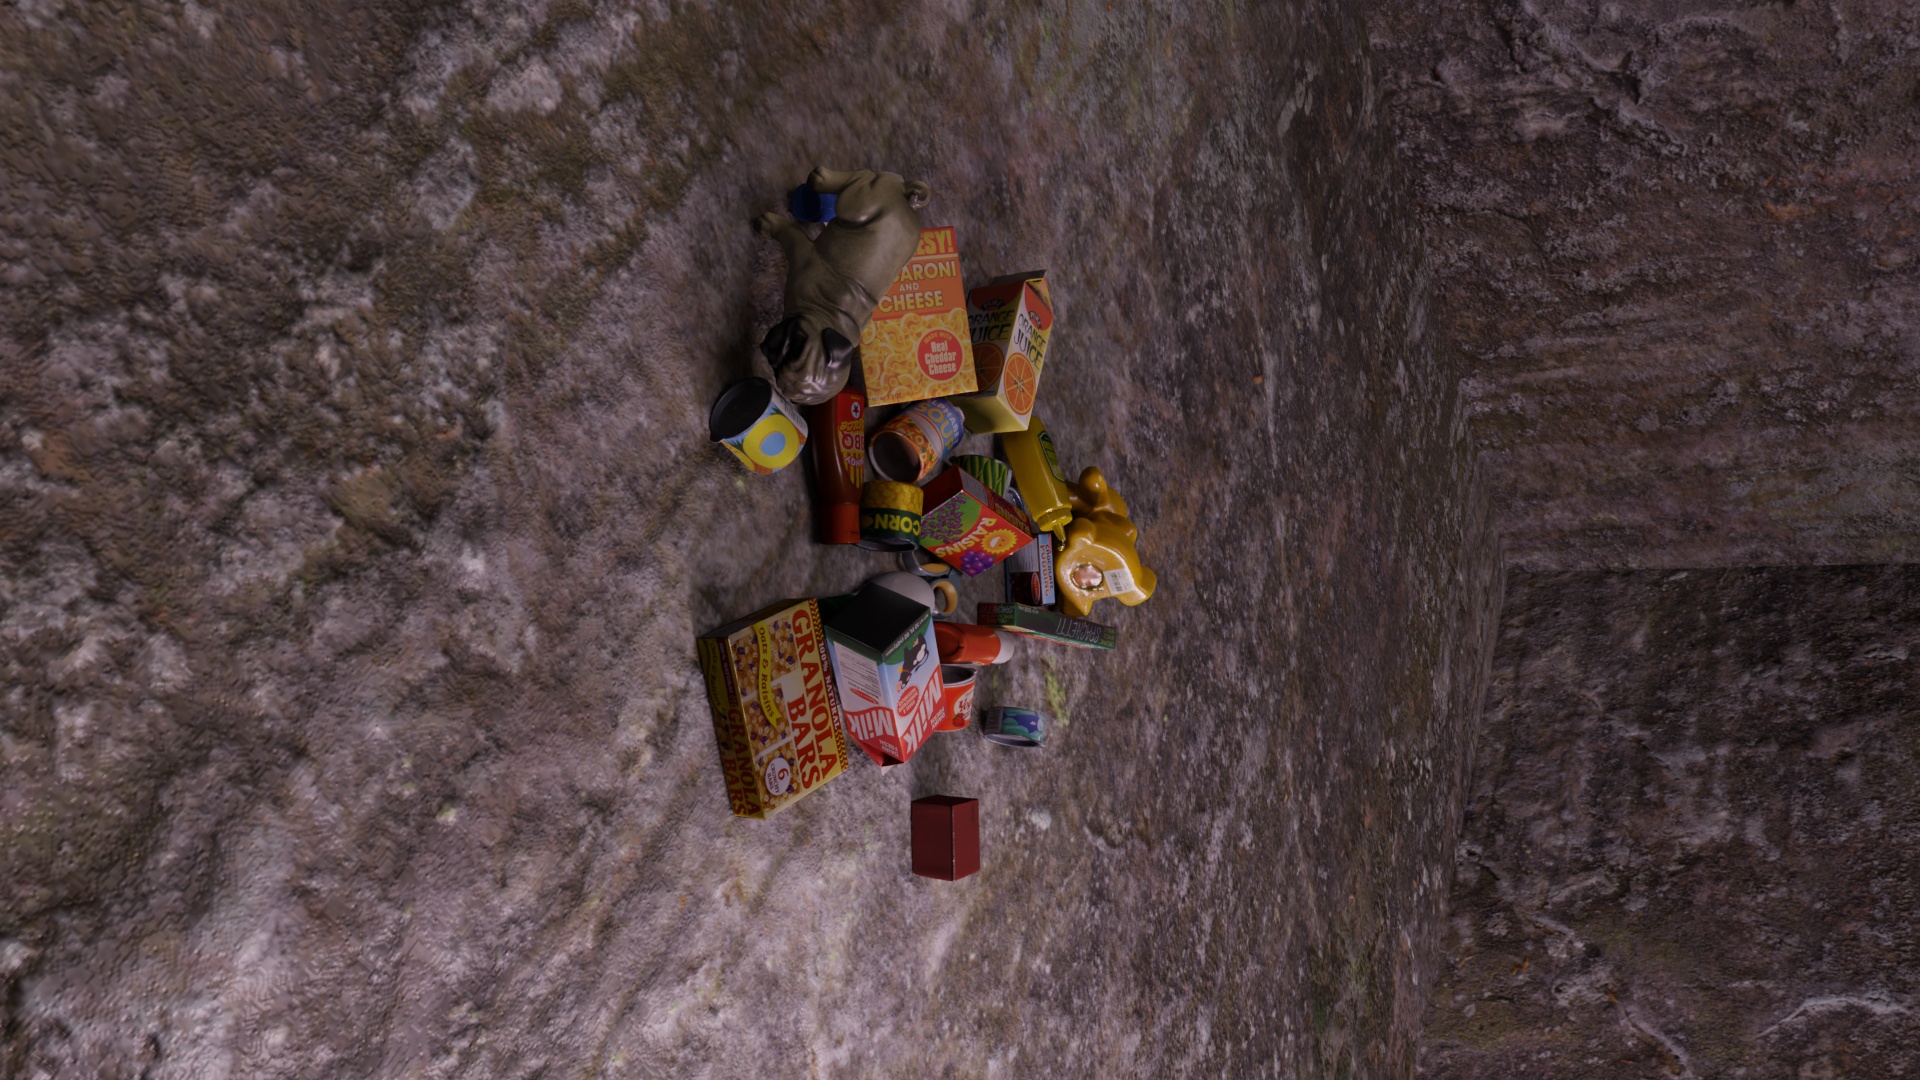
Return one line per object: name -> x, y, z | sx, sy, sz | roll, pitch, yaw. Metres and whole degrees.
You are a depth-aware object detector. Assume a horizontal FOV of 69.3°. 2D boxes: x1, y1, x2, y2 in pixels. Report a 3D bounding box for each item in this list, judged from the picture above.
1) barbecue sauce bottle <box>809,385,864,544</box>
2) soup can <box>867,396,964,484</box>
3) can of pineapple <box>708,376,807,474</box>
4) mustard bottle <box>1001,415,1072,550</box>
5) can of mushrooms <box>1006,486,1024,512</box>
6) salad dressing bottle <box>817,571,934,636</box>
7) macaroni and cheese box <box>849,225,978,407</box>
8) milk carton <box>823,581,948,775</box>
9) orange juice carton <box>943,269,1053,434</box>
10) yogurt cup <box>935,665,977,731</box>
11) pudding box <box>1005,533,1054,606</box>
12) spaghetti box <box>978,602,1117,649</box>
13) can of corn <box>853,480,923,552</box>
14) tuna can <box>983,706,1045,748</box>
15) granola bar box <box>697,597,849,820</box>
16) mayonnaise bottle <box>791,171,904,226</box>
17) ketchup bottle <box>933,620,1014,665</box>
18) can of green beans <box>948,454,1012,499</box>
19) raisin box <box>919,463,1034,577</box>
barbecue sauce bottle -> -0.116, -0.070, 1.314 | 0.065, 0.043, 0.148 | 2, 86, -64
soup can -> -0.043, -0.103, 1.402 | 0.084, 0.071, 0.071 | -46, 125, -48
can of pineapple -> -0.176, -0.098, 1.206 | 0.057, 0.071, 0.071 | 48, 49, -44
mustard bottle -> 0.094, -0.063, 1.585 | 0.065, 0.048, 0.160 | 13, 56, -65
can of mushrooms -> 0.041, -0.028, 1.558 | 0.071, 0.033, 0.071 | 5, 84, -57
salad dressing bottle -> -0.084, 0.065, 1.352 | 0.148, 0.044, 0.064 | -8, 100, -55
macaroni and cheese box -> -0.055, -0.221, 1.370 | 0.124, 0.040, 0.166 | -12, 97, -27
milk carton -> -0.066, 0.139, 1.313 | 0.073, 0.073, 0.189 | -43, 141, -35
orange juice carton -> 0.047, -0.220, 1.549 | 0.073, 0.072, 0.193 | 42, 54, -48
yogurt cup -> -0.018, 0.163, 1.427 | 0.072, 0.072, 0.053 | -16, 109, -56
pudding box -> 0.079, 0.034, 1.596 | 0.030, 0.049, 0.083 | -2, 88, -55
spaghetti box -> 0.108, 0.102, 1.634 | 0.250, 0.050, 0.029 | 17, 75, -55
can of corn -> -0.070, -0.023, 1.356 | 0.071, 0.071, 0.058 | 22, 69, -54
tuna can -> 0.062, 0.207, 1.539 | 0.071, 0.071, 0.033 | 33, 60, -51
granola bar box -> -0.163, 0.146, 1.229 | 0.125, 0.039, 0.165 | -24, 107, -55
mayonnaise bottle -> -0.105, -0.328, 1.354 | 0.148, 0.041, 0.064 | -20, 103, -56
ketchup bottle -> 0.011, 0.111, 1.479 | 0.149, 0.065, 0.043 | 12, 86, -63
can of green beans -> 0.018, -0.052, 1.495 | 0.071, 0.071, 0.058 | 40, 56, -48
raisin box -> 0.005, -0.018, 1.437 | 0.123, 0.086, 0.040 | 34, 32, -42
